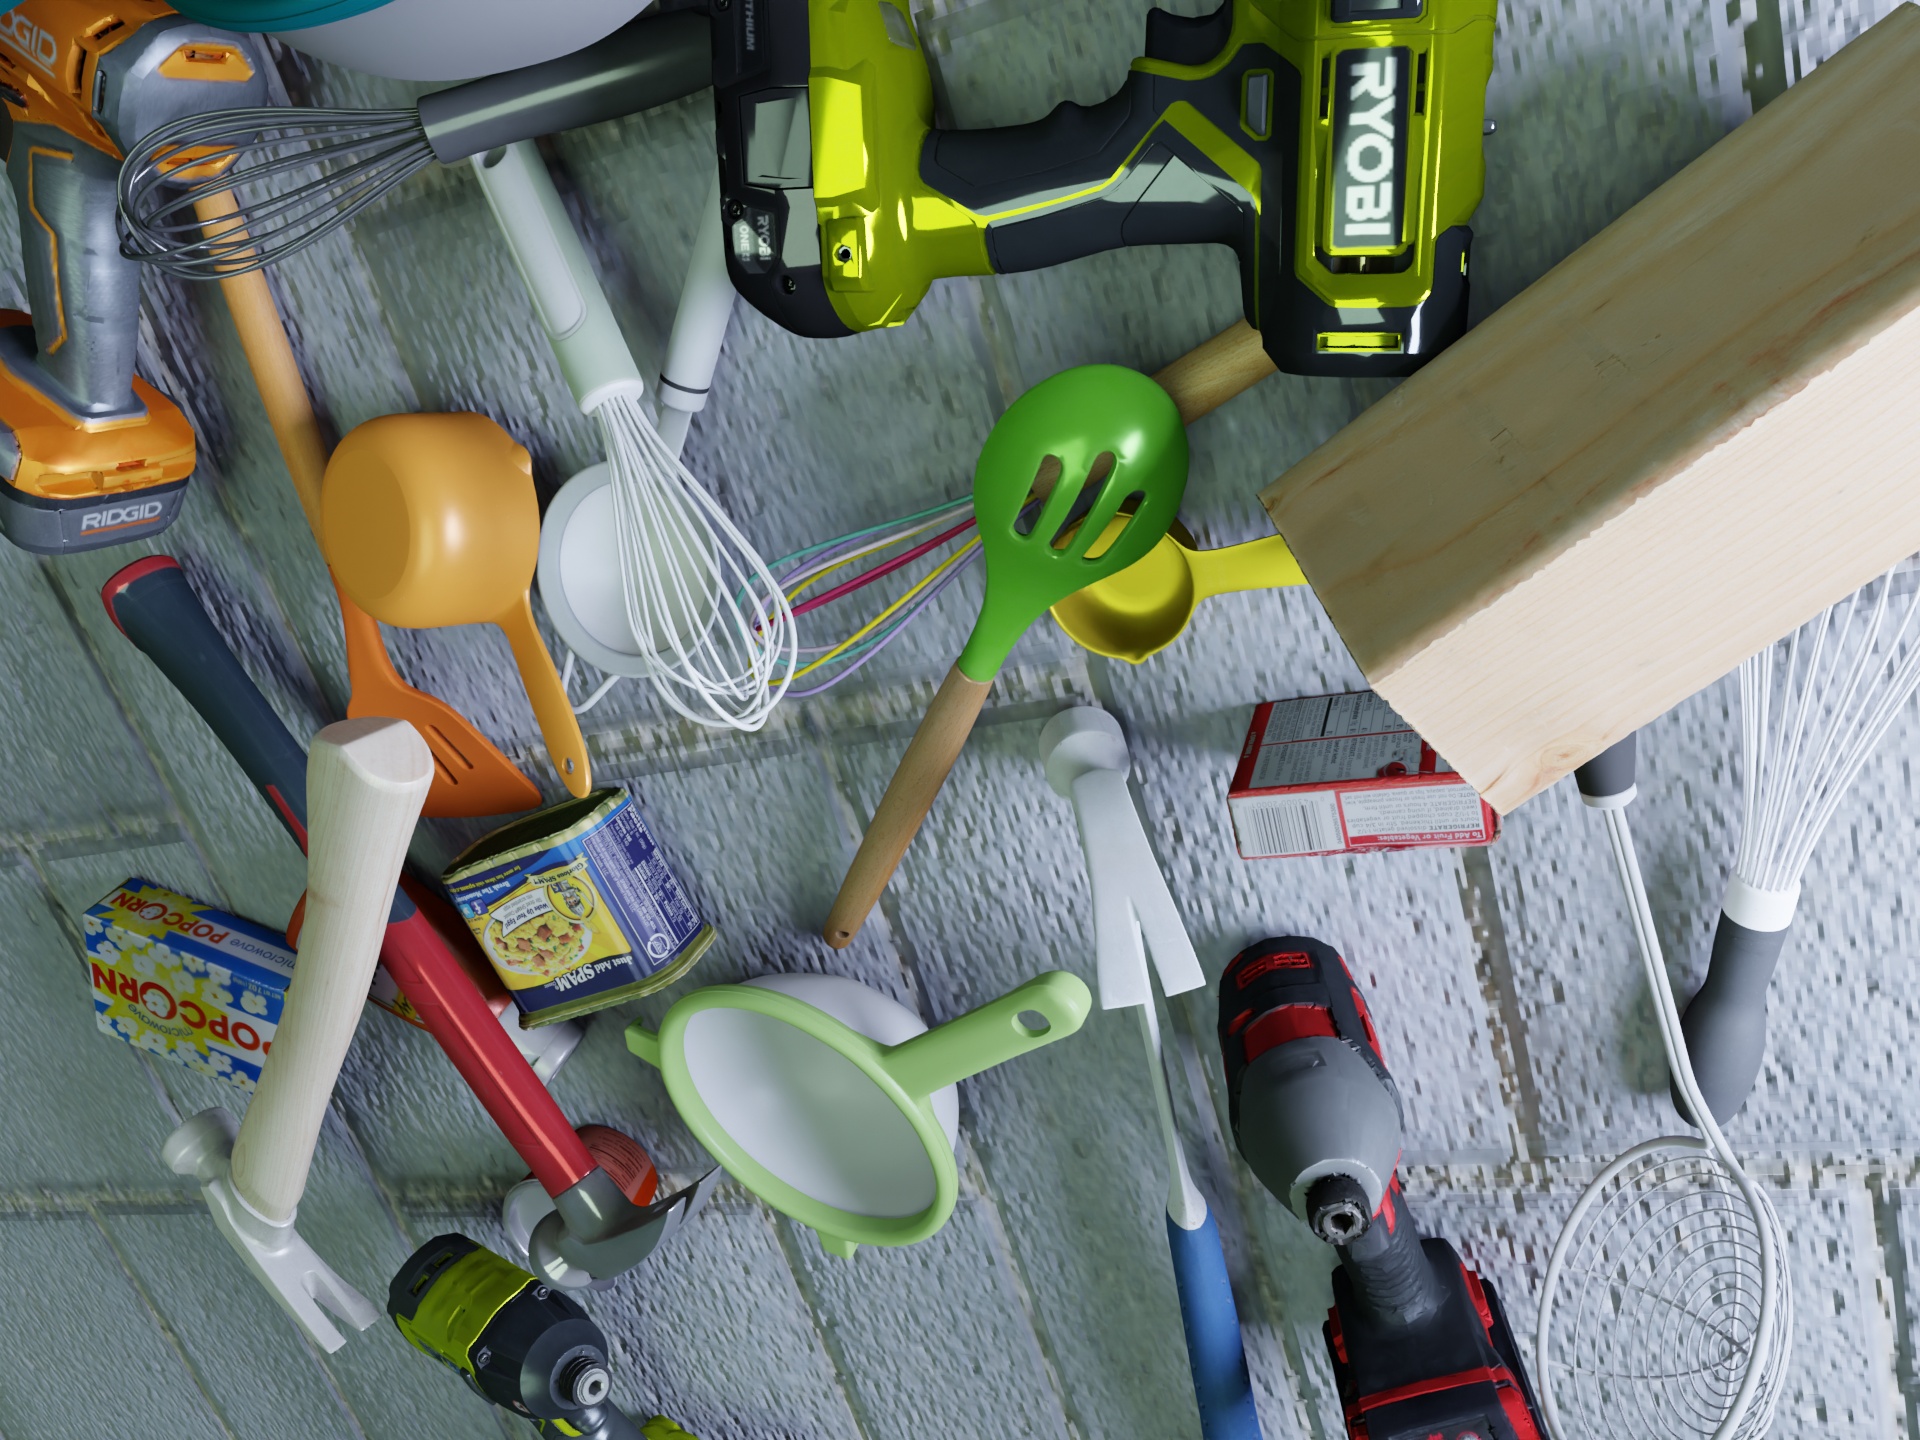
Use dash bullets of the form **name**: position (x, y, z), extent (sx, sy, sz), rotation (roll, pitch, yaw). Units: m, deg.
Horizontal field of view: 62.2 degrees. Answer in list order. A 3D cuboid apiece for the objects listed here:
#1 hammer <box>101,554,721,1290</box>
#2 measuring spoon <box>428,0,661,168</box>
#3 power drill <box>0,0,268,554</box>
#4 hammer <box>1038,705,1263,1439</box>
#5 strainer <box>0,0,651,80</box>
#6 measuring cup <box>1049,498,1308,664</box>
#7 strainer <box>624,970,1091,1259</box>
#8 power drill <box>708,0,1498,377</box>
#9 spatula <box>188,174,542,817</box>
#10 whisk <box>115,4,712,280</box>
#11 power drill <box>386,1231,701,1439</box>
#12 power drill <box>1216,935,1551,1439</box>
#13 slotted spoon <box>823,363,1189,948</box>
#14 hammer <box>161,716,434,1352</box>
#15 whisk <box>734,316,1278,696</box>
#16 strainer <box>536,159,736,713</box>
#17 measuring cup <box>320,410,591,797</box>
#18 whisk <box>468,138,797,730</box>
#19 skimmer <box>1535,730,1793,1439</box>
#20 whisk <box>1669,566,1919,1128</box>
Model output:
- **hammer**: position (-0.253, 0.080, 0.708), extent (0.386, 0.038, 0.143), rotation (54, 136, 2)
- **measuring spoon**: position (-0.154, -0.238, 0.577), extent (0.124, 0.018, 0.034), rotation (-22, 136, 34)
- **power drill**: position (-0.364, -0.199, 0.628), extent (0.164, 0.084, 0.226), rotation (37, 122, 15)
- **hammer**: position (0.092, 0.199, 0.660), extent (0.035, 0.144, 0.405), rotation (-13, 120, 2)
- **strainer**: position (-0.197, -0.252, 0.503), extent (0.340, 0.211, 0.095), rotation (-16, 155, 21)
- **measuring cup**: position (0.106, -0.060, 0.566), extent (0.156, 0.029, 0.062), rotation (-8, 113, 21)
- **strainer**: position (-0.024, 0.136, 0.672), extent (0.151, 0.069, 0.256), rotation (48, 134, -8)
- **power drill**: position (0.045, -0.203, 0.483), extent (0.228, 0.080, 0.190), rotation (3, 107, 16)
- **spatula**: position (-0.270, -0.095, 0.689), extent (0.081, 0.041, 0.322), rotation (-6, 110, 23)
- **whisk**: position (-0.180, -0.204, 0.549), extent (0.239, 0.055, 0.055), rotation (-16, 111, 2)
- **power drill**: position (-0.187, 0.370, 0.825), extent (0.171, 0.080, 0.223), rotation (1, 129, 48)
- **power drill**: position (0.160, 0.205, 0.614), extent (0.078, 0.143, 0.219), rotation (-20, 111, 11)
- **slotted spoon**: position (-0.001, -0.002, 0.608), extent (0.070, 0.031, 0.313), rotation (18, 134, -11)
- **hammer**: position (-0.287, 0.150, 0.720), extent (0.146, 0.038, 0.410), rotation (44, 132, 13)
- **whisk**: position (0.010, -0.080, 0.585), extent (0.245, 0.047, 0.051), rotation (-29, 102, 25)
- **strainer**: position (-0.106, -0.118, 0.606), extent (0.087, 0.050, 0.258), rotation (29, 117, 15)
- **measuring cup**: position (-0.199, -0.043, 0.632), extent (0.095, 0.052, 0.174), rotation (-35, 75, 36)
- **whisk**: position (-0.122, -0.108, 0.570), extent (0.058, 0.059, 0.246), rotation (-26, 84, 18)
- **skimmer**: position (0.212, 0.090, 0.552), extent (0.090, 0.127, 0.363), rotation (-18, 100, -1)
- **whisk**: position (0.276, 0.033, 0.537), extent (0.070, 0.070, 0.284), rotation (8, 123, 16)
